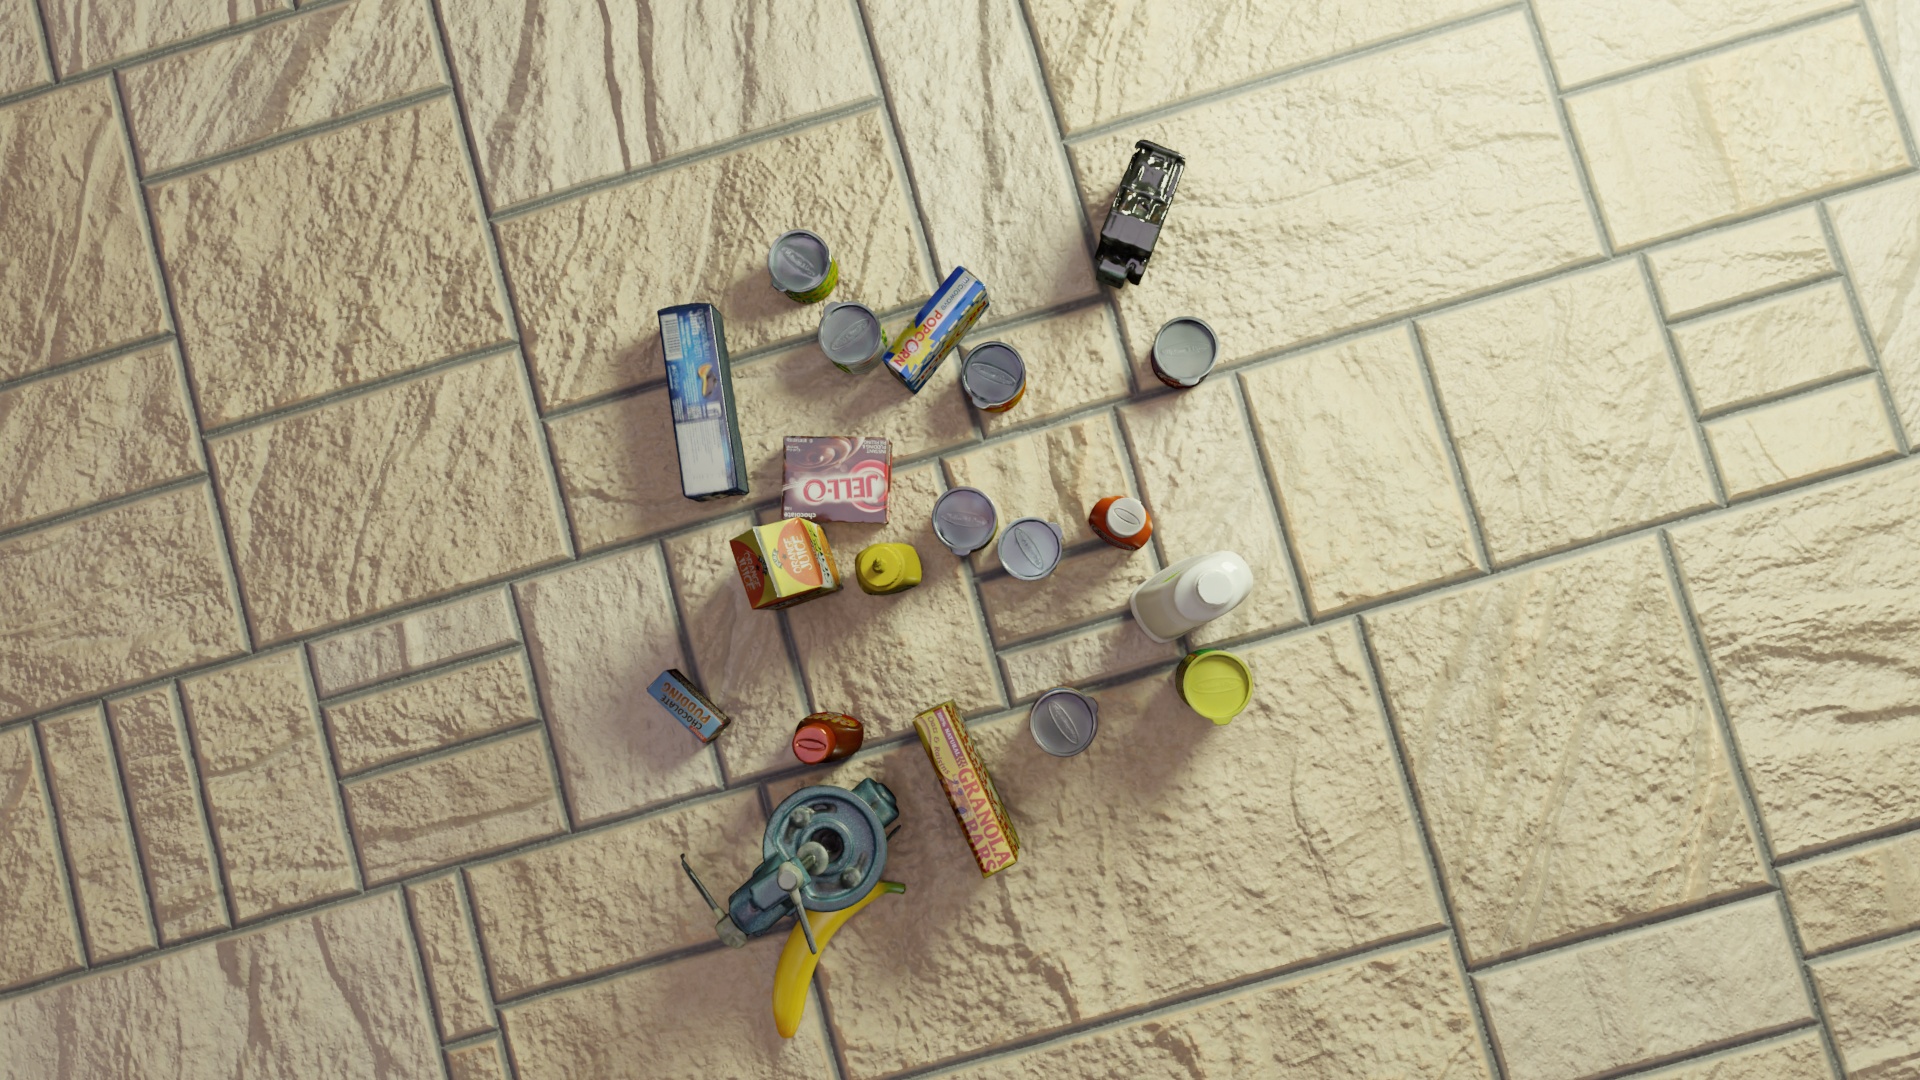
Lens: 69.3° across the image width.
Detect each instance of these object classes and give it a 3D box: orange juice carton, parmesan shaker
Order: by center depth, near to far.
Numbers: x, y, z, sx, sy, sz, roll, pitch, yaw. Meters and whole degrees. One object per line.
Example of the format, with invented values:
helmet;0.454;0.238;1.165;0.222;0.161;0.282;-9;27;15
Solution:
orange juice carton;-0.172;0.025;1.366;0.073;0.192;0.072;-19;86;2
parmesan shaker;0.250;0.144;1.378;0.071;0.103;0.071;0;87;4

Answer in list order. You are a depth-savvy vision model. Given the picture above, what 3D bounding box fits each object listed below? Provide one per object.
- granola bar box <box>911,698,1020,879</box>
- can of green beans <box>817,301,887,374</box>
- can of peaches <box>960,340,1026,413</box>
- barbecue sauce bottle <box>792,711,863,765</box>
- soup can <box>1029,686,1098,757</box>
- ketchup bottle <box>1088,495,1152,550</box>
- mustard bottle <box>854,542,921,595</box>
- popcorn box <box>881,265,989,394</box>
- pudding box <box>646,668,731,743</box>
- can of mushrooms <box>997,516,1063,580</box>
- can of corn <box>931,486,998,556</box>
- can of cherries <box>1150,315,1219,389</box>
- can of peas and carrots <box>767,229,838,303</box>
granola bar box;0.008;0.240;1.375;0.039;0.124;0.165;-25;85;2
can of green beans;-0.111;-0.210;1.446;0.071;0.058;0.071;0;86;4
can of peaches;0.034;-0.166;1.435;0.071;0.058;0.071;0;86;4
barbecue sauce bottle;-0.136;0.196;1.374;0.065;0.148;0.043;9;87;4
soup can;0.105;0.179;1.394;0.071;0.084;0.071;0;86;4
ketchup bottle;0.160;-0.019;1.371;0.065;0.149;0.043;30;89;5
mustard bottle;-0.076;0.028;1.377;0.065;0.160;0.049;-12;86;3
popcorn box;-0.024;-0.215;1.428;0.038;0.085;0.126;40;89;5
pudding box;-0.280;0.171;1.434;0.084;0.049;0.030;42;90;5
can of mushrooms;0.074;0.008;1.433;0.071;0.033;0.071;0;86;3
can of corn;0.005;-0.018;1.426;0.071;0.058;0.071;0;86;4
can of cherries;0.229;-0.189;1.424;0.071;0.058;0.071;0;86;4
can of peas and carrots;-0.166;-0.284;1.454;0.071;0.058;0.071;0;86;4
